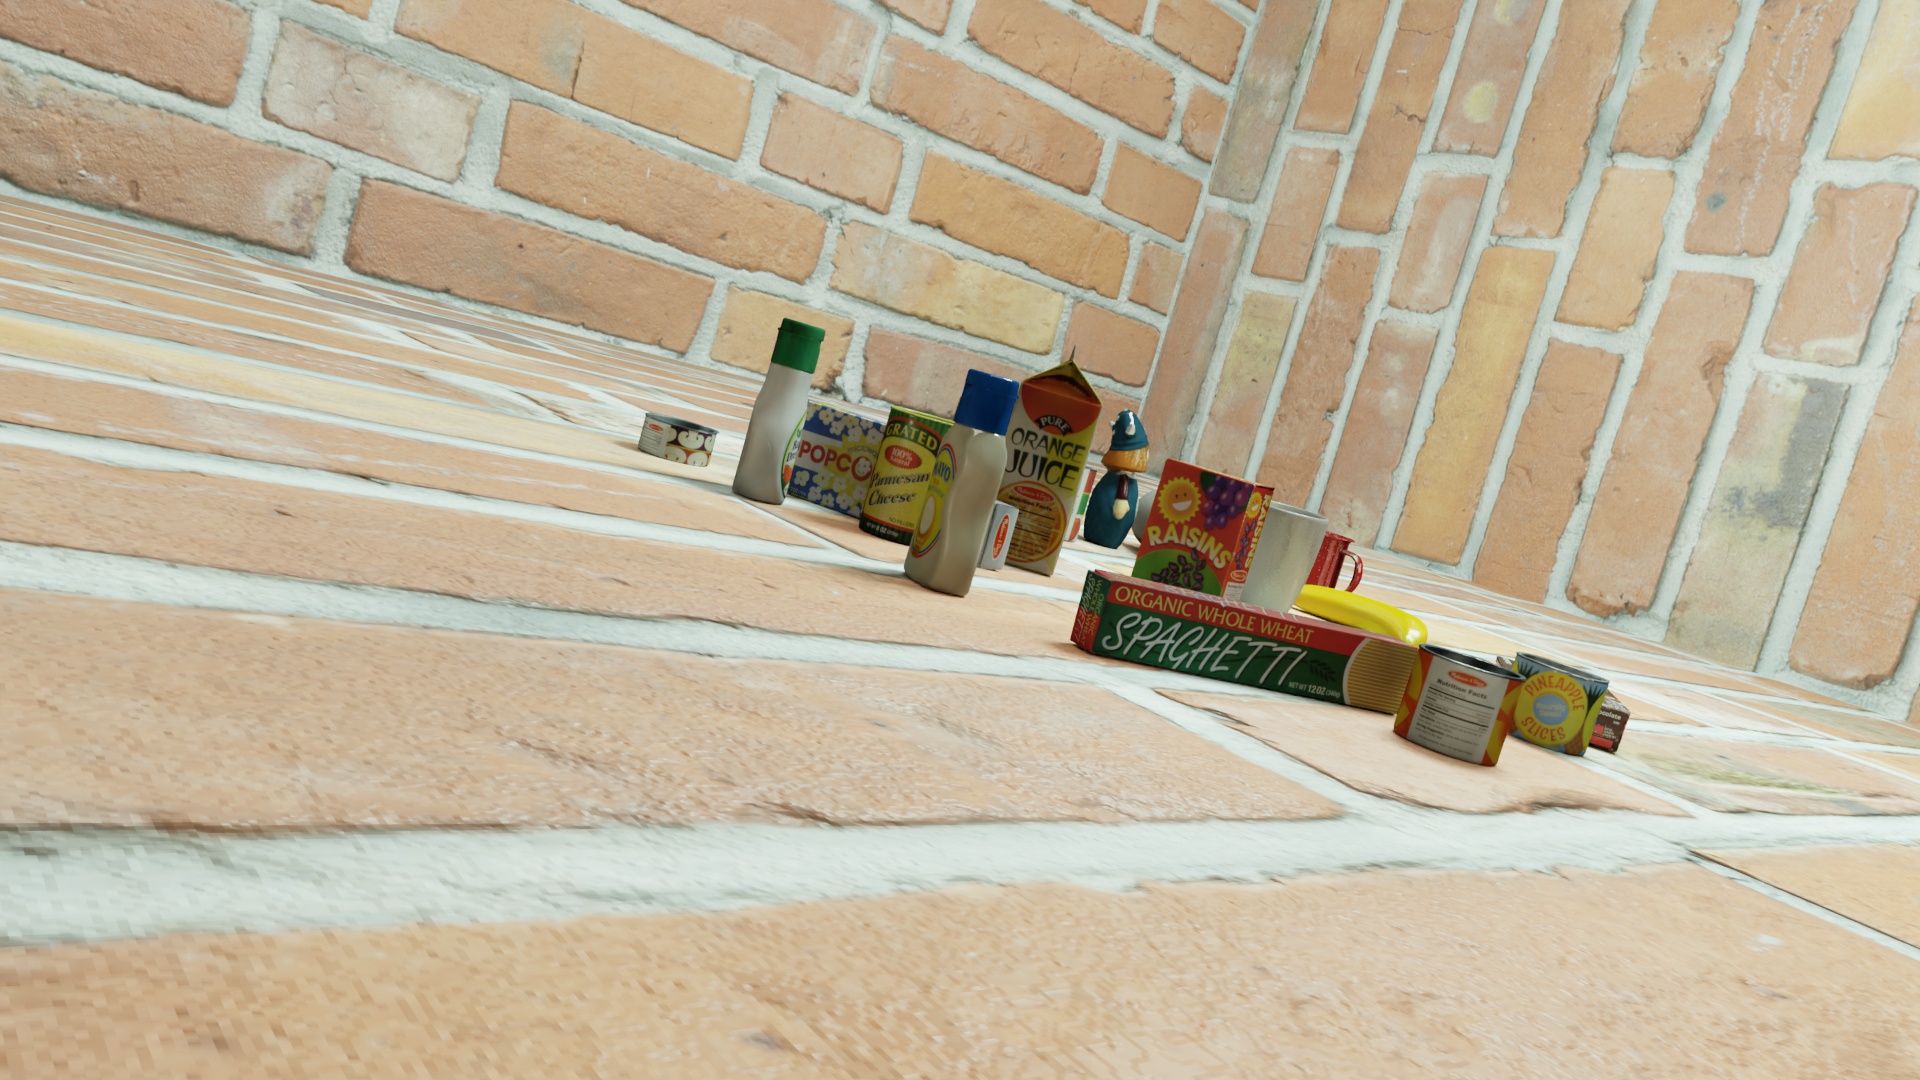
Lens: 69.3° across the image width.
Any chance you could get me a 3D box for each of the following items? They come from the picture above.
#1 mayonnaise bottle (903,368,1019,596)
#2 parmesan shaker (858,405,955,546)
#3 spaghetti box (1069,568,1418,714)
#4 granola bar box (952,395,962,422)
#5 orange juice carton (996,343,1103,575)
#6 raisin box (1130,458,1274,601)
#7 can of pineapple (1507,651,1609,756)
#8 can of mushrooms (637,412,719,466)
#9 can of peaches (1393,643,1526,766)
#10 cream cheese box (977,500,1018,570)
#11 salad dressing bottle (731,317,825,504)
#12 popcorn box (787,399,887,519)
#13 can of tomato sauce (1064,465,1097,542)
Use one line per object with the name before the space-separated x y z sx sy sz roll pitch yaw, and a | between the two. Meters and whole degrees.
mayonnaise bottle | 0.002 -0.040 0.937 0.041 0.148 0.065 13 7 -24
parmesan shaker | -0.036 -0.050 1.123 0.071 0.103 0.071 16 6 -2
spaghetti box | 0.188 0.068 0.902 0.250 0.050 0.029 13 7 -24
granola bar box | 0.049 -0.068 1.373 0.039 0.124 0.166 21 8 41
orange juice carton | 0.071 -0.073 1.178 0.073 0.192 0.072 16 6 3
raisin box | 0.193 0.004 1.126 0.086 0.123 0.040 21 8 37
can of pineapple | 0.430 0.119 1.011 0.071 0.057 0.071 16 6 -2
can of mushrooms | -0.252 -0.090 1.248 0.071 0.033 0.071 16 7 -2
can of peaches | 0.313 0.102 0.872 0.071 0.058 0.071 16 6 -2
cream cheese box | 0.004 -0.014 1.133 0.024 0.053 0.104 12 8 -34
salad dressing bottle | -0.146 -0.105 1.126 0.044 0.147 0.064 16 6 -2
popcorn box | -0.090 -0.066 1.203 0.127 0.085 0.038 19 7 28
can of tomato sauce | 0.106 -0.047 1.510 0.071 0.083 0.071 16 6 -2
